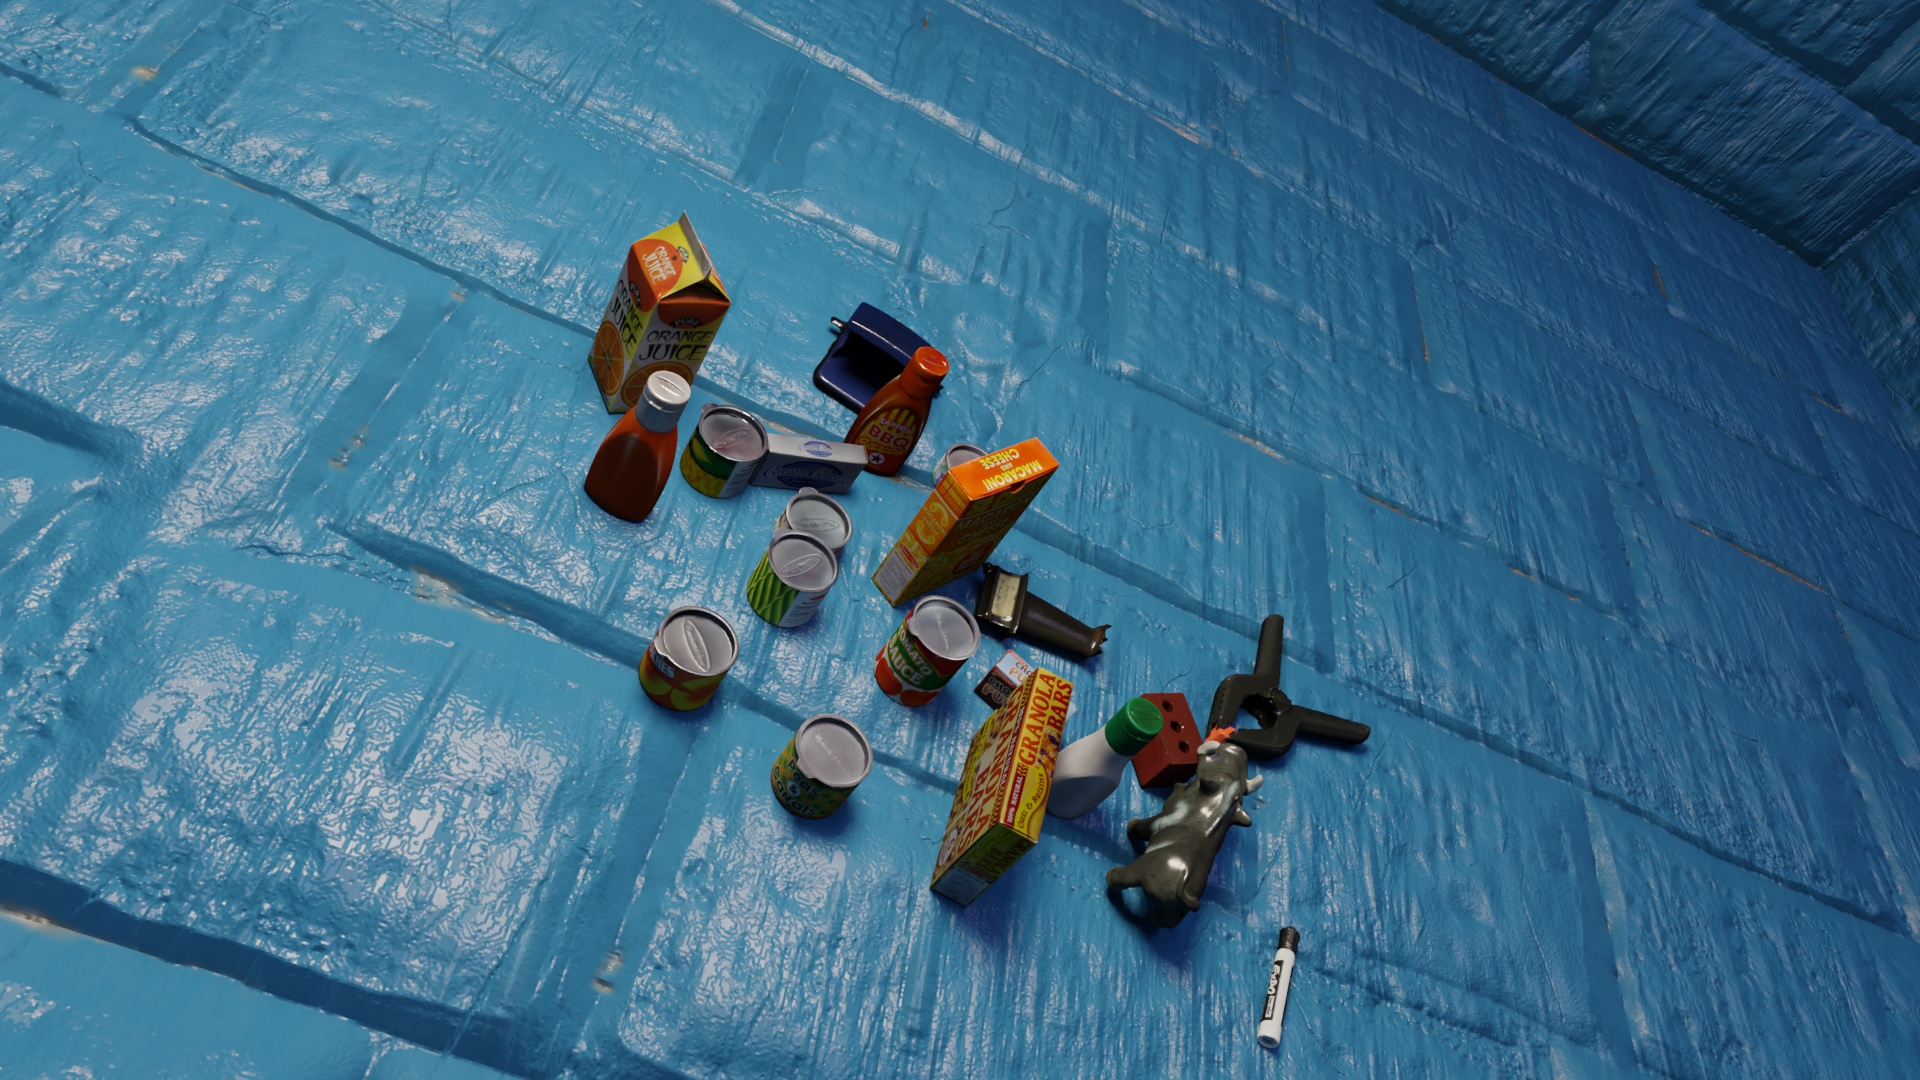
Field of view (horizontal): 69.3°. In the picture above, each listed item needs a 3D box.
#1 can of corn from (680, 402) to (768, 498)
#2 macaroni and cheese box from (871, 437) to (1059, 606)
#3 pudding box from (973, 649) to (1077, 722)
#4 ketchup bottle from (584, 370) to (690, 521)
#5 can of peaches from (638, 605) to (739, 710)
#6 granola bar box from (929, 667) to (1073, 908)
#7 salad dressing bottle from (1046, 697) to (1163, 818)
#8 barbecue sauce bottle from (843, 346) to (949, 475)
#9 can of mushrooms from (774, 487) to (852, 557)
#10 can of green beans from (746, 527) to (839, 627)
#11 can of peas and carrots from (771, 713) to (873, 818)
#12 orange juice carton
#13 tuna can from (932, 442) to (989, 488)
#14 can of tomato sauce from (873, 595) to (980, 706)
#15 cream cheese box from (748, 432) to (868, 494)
[{"bbox_3d":[-0.220,-0.083,1.277,0.071,0.058,0.071,18,46,-20],"label":"can of corn"},{"bbox_3d":[0.005,-0.016,1.287,0.124,0.165,0.040,-23,69,-44],"label":"macaroni and cheese box"},{"bbox_3d":[0.060,0.145,1.269,0.084,0.049,0.030,42,42,5],"label":"pudding box"},{"bbox_3d":[-0.269,-0.081,1.175,0.065,0.148,0.044,34,42,-4],"label":"ketchup bottle"},{"bbox_3d":[-0.222,0.096,1.119,0.071,0.057,0.071,18,46,-20],"label":"can of peaches"},{"bbox_3d":[0.034,0.202,1.148,0.039,0.123,0.166,29,43,-9],"label":"granola bar box"},{"bbox_3d":[0.121,0.188,1.200,0.064,0.147,0.044,15,47,-23],"label":"salad dressing bottle"},{"bbox_3d":[-0.059,-0.127,1.355,0.065,0.147,0.044,22,45,-17],"label":"barbecue sauce bottle"},{"bbox_3d":[-0.137,-0.012,1.288,0.071,0.033,0.071,18,46,-20],"label":"can of mushrooms"},{"bbox_3d":[-0.148,0.034,1.222,0.071,0.057,0.071,18,46,-20],"label":"can of green beans"},{"bbox_3d":[-0.113,0.183,1.115,0.071,0.058,0.071,18,46,-20],"label":"can of peas and carrots"},{"bbox_3d":[-0.267,-0.203,1.251,0.073,0.191,0.072,-6,57,-37],"label":"orange juice carton"},{"bbox_3d":[0.009,-0.063,1.430,0.071,0.032,0.071,18,46,-20],"label":"tuna can"},{"bbox_3d":[-0.032,0.099,1.224,0.071,0.082,0.071,18,46,-20],"label":"can of tomato sauce"},{"bbox_3d":[-0.146,-0.072,1.320,0.104,0.053,0.024,6,51,-30],"label":"cream cheese box"}]
